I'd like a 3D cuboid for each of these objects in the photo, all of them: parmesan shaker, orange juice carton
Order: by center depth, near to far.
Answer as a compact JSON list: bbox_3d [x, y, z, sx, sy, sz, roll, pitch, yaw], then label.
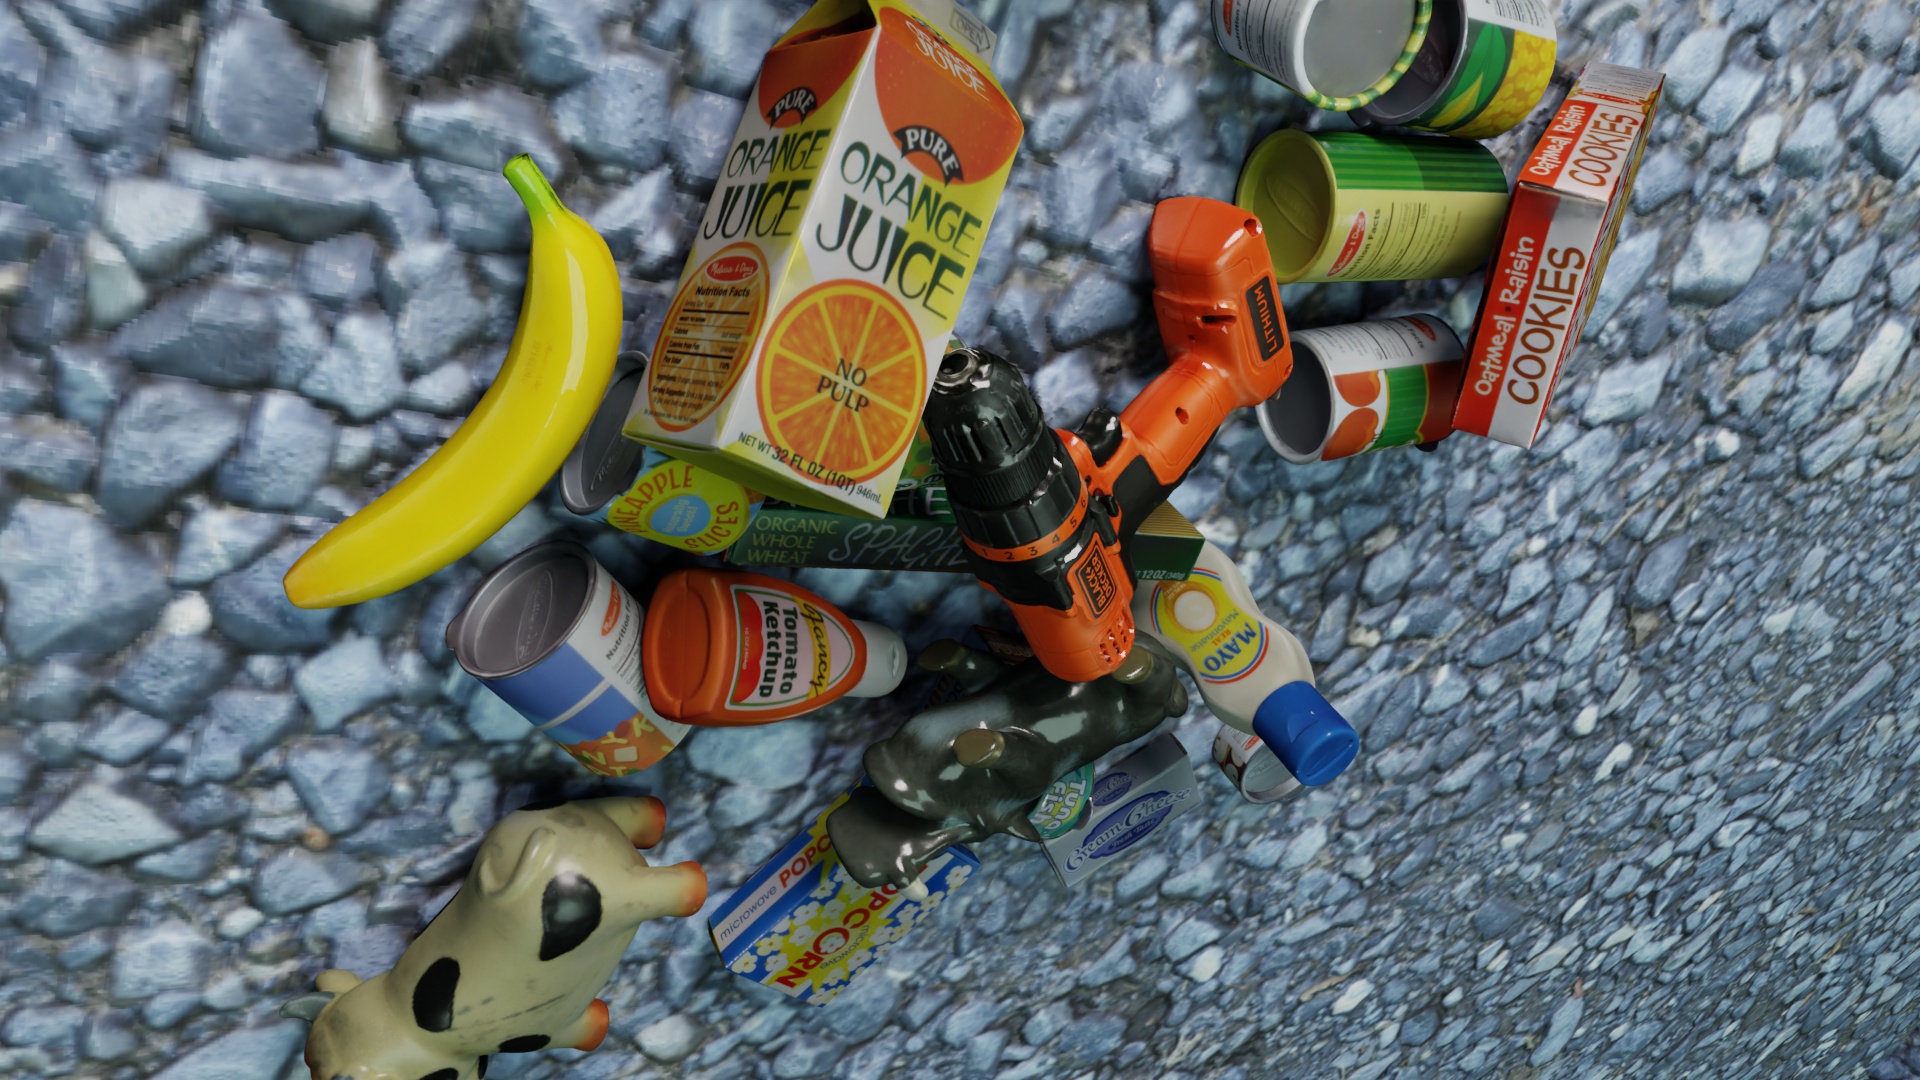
[{"bbox_3d":[-0.042,-0.111,0.491,0.072,0.073,0.193,24,82,-40],"label":"orange juice carton"},{"bbox_3d":[0.184,-0.148,0.627,0.103,0.071,0.071,-7,127,-27],"label":"parmesan shaker"}]

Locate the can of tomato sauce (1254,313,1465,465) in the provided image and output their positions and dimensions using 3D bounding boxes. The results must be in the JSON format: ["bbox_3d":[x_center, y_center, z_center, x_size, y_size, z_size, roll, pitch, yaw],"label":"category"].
[{"bbox_3d":[0.198,-0.074,0.690,0.083,0.071,0.070,-10,128,-23],"label":"can of tomato sauce"}]

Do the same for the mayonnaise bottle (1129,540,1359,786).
[{"bbox_3d":[0.142,0.061,0.704,0.065,0.148,0.041,-41,134,3],"label":"mayonnaise bottle"}]

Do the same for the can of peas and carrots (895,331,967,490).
[{"bbox_3d":[-0.030,-0.050,0.572,0.059,0.071,0.070,-8,128,-24],"label":"can of peas and carrots"}]

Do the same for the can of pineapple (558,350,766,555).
[{"bbox_3d":[-0.113,-0.031,0.538,0.058,0.071,0.071,22,111,-40],"label":"can of pineapple"}]

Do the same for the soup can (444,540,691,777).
[{"bbox_3d":[-0.159,0.051,0.579,0.071,0.071,0.083,-35,134,-2],"label":"soup can"}]

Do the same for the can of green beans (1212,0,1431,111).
[{"bbox_3d":[0.145,-0.213,0.558,0.071,0.058,0.071,-16,130,-19],"label":"can of green beans"}]

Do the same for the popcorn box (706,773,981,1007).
[{"bbox_3d":[-0.064,0.194,0.763,0.126,0.038,0.085,-43,133,6],"label":"popcorn box"}]

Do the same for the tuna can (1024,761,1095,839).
[{"bbox_3d":[0.040,0.128,0.749,0.033,0.071,0.071,19,113,-38],"label":"tuna can"}]

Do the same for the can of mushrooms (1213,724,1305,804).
[{"bbox_3d":[0.195,0.132,0.870,0.071,0.033,0.070,-16,130,-20],"label":"can of mushrooms"}]

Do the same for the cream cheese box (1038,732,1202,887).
[{"bbox_3d":[0.095,0.164,0.842,0.104,0.024,0.053,-30,133,-7],"label":"cream cheese box"}]

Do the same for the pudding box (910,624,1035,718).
[{"bbox_3d":[0.009,0.088,0.729,0.050,0.030,0.083,16,115,-39],"label":"pudding box"}]

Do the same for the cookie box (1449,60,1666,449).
[{"bbox_3d":[0.280,-0.137,0.650,0.168,0.040,0.122,-47,148,-43],"label":"cookie box"}]

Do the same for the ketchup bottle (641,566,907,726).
[{"bbox_3d":[-0.076,0.049,0.611,0.149,0.043,0.065,14,76,-61],"label":"ketchup bottle"}]

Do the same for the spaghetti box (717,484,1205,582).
[{"bbox_3d":[0.002,-0.008,0.638,0.250,0.050,0.028,3,120,-32],"label":"spaghetti box"}]

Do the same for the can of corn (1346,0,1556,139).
[{"bbox_3d":[0.208,-0.206,0.596,0.058,0.071,0.070,-1,124,-30],"label":"can of corn"}]
